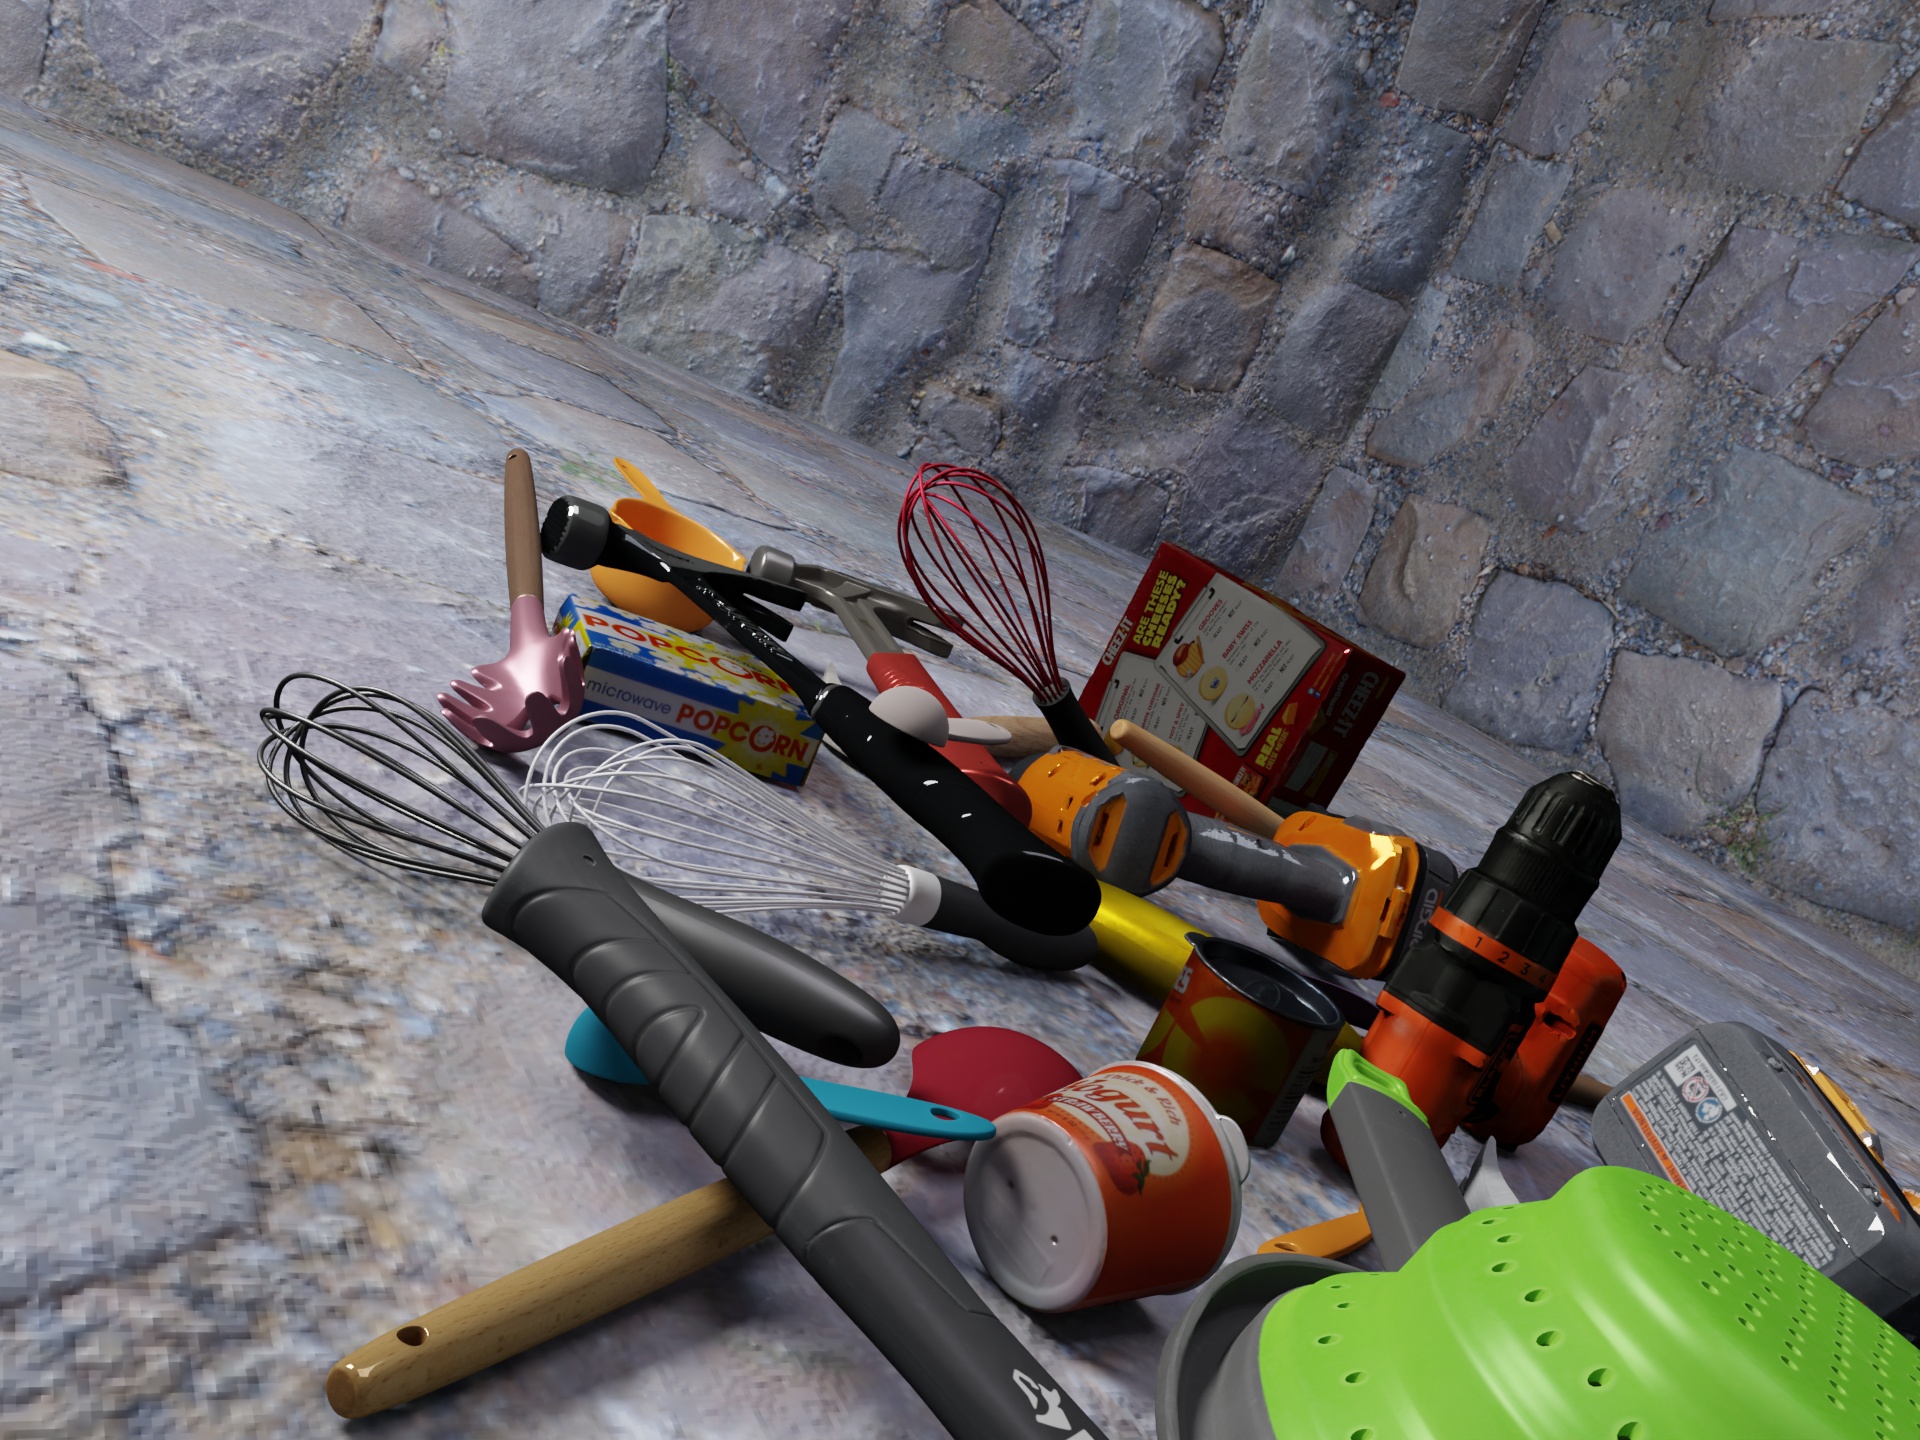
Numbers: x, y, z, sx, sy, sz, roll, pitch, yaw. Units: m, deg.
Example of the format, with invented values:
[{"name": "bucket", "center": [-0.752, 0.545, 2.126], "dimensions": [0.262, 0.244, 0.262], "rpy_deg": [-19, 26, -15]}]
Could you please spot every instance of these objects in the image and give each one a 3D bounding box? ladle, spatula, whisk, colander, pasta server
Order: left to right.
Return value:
[{"name": "pasta server", "center": [-0.211, -0.072, 0.759], "dimensions": [0.317, 0.060, 0.040], "rpy_deg": [-116, -177, -55]}, {"name": "whisk", "center": [-0.125, 0.049, 0.507], "dimensions": [0.239, 0.055, 0.055], "rpy_deg": [26, 12, 9]}, {"name": "ladle", "center": [-0.040, 0.124, 0.436], "dimensions": [0.069, 0.031, 0.315], "rpy_deg": [25, 12, 27]}, {"name": "whisk", "center": [-0.044, 0.061, 0.628], "dimensions": [0.284, 0.070, 0.070], "rpy_deg": [21, 12, -39]}, {"name": "whisk", "center": [0.044, -0.030, 0.901], "dimensions": [0.073, 0.073, 0.295], "rpy_deg": [41, -13, 51]}, {"name": "spatula", "center": [0.249, 0.166, 0.829], "dimensions": [0.315, 0.018, 0.060], "rpy_deg": [22, -21, -26]}, {"name": "colander", "center": [0.155, 0.144, 0.401], "dimensions": [0.204, 0.094, 0.397], "rpy_deg": [31, 12, -2]}]

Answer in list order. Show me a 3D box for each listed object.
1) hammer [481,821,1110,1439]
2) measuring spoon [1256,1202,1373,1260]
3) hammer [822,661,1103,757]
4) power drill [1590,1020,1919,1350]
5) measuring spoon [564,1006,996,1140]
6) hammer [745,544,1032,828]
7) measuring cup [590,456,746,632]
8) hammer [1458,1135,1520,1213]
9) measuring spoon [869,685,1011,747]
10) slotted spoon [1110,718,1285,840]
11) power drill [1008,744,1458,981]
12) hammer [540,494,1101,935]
[{"name": "hammer", "center": [-0.007, 0.132, 0.365], "dimensions": [0.335, 0.035, 0.146], "rpy_deg": [41, 18, 30]}, {"name": "measuring spoon", "center": [0.134, 0.179, 0.567], "dimensions": [0.021, 0.011, 0.116], "rpy_deg": [7, -2, 36]}, {"name": "hammer", "center": [0.014, 0.010, 1.008], "dimensions": [0.130, 0.031, 0.331], "rpy_deg": [31, 13, 22]}, {"name": "power drill", "center": [0.349, 0.226, 0.574], "dimensions": [0.226, 0.084, 0.186], "rpy_deg": [34, 23, -25]}, {"name": "measuring spoon", "center": [-0.051, 0.096, 0.452], "dimensions": [0.128, 0.021, 0.042], "rpy_deg": [10, 7, 13]}, {"name": "hammer", "center": [-0.022, -0.016, 0.879], "dimensions": [0.149, 0.036, 0.359], "rpy_deg": [19, 15, -23]}, {"name": "measuring cup", "center": [-0.201, -0.113, 1.006], "dimensions": [0.095, 0.052, 0.174], "rpy_deg": [17, 20, -37]}, {"name": "hammer", "center": [0.323, 0.235, 0.678], "dimensions": [0.330, 0.033, 0.128], "rpy_deg": [16, 17, -40]}, {"name": "measuring spoon", "center": [-0.001, -0.002, 0.678], "dimensions": [0.034, 0.018, 0.124], "rpy_deg": [30, 9, 21]}, {"name": "slotted spoon", "center": [0.193, 0.069, 0.983], "dimensions": [0.313, 0.031, 0.070], "rpy_deg": [31, -21, -38]}, {"name": "power drill", "center": [0.133, 0.070, 0.866], "dimensions": [0.226, 0.084, 0.164], "rpy_deg": [17, 2, -20]}, {"name": "hammer", "center": [-0.063, -0.011, 0.724], "dimensions": [0.149, 0.036, 0.409], "rpy_deg": [19, 12, -37]}]
